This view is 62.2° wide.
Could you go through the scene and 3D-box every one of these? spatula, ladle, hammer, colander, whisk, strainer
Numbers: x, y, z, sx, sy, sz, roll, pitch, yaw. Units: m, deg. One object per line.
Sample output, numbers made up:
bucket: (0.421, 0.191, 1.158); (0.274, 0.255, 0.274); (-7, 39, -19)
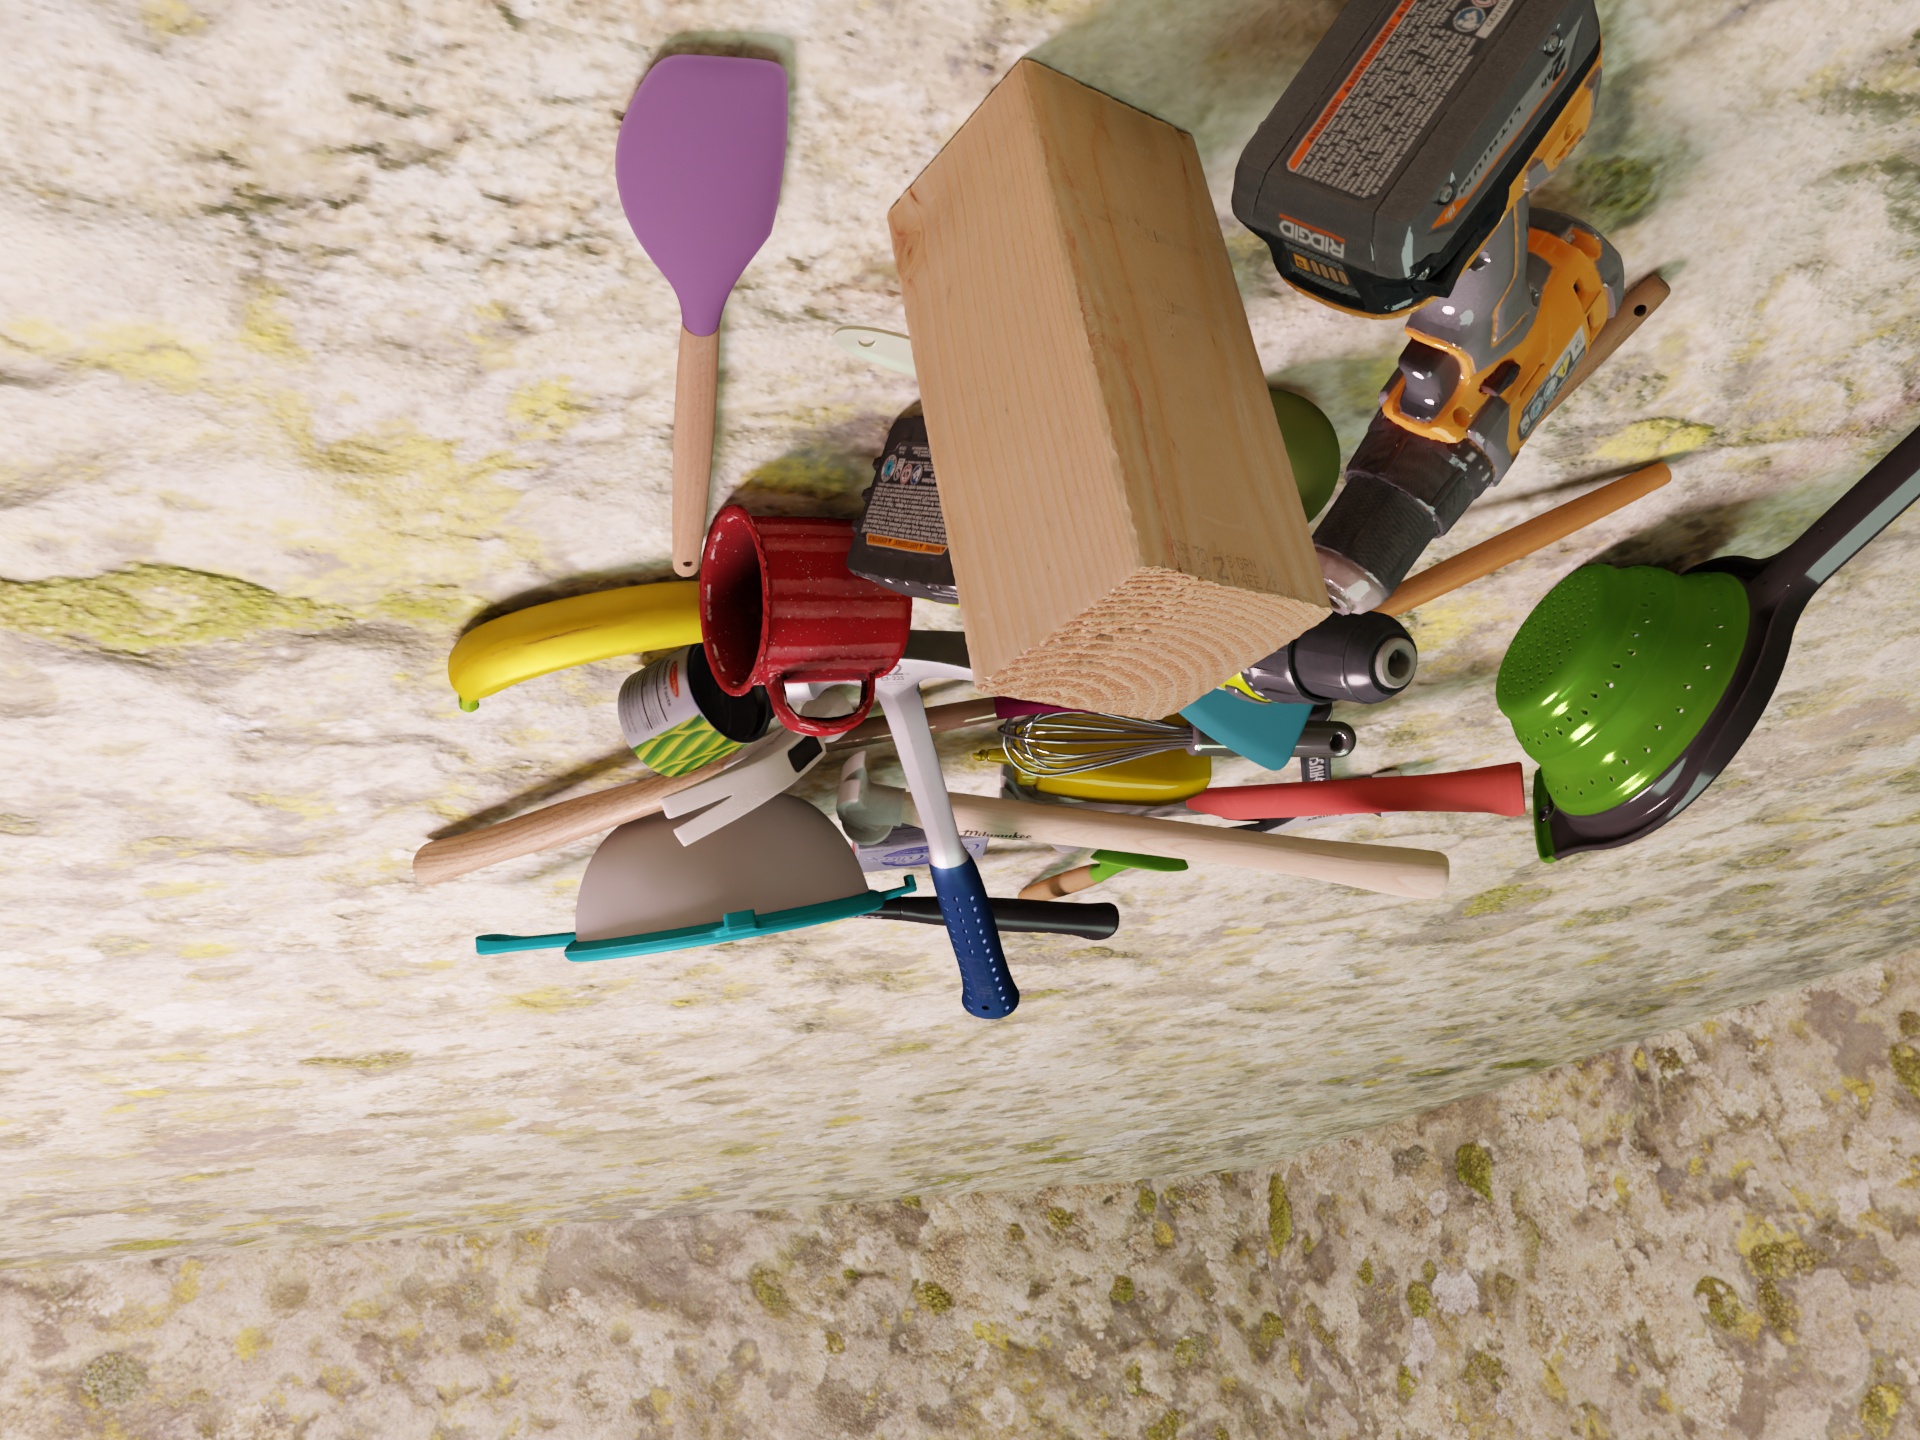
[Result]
spatula: (0.234, -0.098, 0.811); (0.082, 0.044, 0.317); (32, 126, -14)
ladle: (0.155, -0.086, 0.896); (0.078, 0.062, 0.320); (-5, 163, 2)
hammer: (0.122, 0.075, 1.060); (0.410, 0.038, 0.146); (7, 165, 0)
hammer: (-0.033, 0.148, 1.260); (0.334, 0.035, 0.146); (6, 161, -16)
colander: (0.439, -0.083, 0.937); (0.094, 0.205, 0.397); (30, 128, -6)
hammer: (-0.227, 0.058, 1.004); (0.331, 0.031, 0.130); (-17, -163, 29)
whisk: (0.144, 0.010, 1.035); (0.246, 0.058, 0.059); (1, -169, -13)
hammer: (0.211, 0.055, 1.132); (0.359, 0.037, 0.149); (-4, 160, 20)
strainer: (-0.214, 0.105, 1.084); (0.340, 0.095, 0.211); (-10, 177, 32)
hammer: (-0.003, 0.080, 0.993); (0.144, 0.035, 0.405); (-5, 142, 8)
spatula: (0.247, -0.078, 0.902); (0.322, 0.041, 0.081); (-25, 167, 3)
hammer: (0.244, 0.003, 1.124); (0.149, 0.036, 0.408); (-13, 155, 9)
spatula: (-0.111, -0.149, 0.662); (0.059, 0.018, 0.315); (-2, 154, -12)

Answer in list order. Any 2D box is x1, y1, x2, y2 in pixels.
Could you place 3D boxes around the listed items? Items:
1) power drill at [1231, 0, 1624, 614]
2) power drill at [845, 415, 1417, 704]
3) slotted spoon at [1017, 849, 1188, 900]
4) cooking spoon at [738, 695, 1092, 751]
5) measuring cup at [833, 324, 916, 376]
power drill: (0.174, -0.152, 0.603); (0.185, 0.084, 0.226); (-55, 149, -2)
power drill: (0.081, -0.063, 0.739); (0.228, 0.080, 0.191); (19, 180, -31)
slotted spoon: (0.098, 0.124, 1.265); (0.070, 0.031, 0.313); (5, 166, -15)
cooking spoon: (-0.002, -0.003, 0.996); (0.319, 0.069, 0.017); (-10, 123, 12)
measuring cup: (0.024, -0.157, 0.681); (0.167, 0.038, 0.083); (9, 153, -23)
